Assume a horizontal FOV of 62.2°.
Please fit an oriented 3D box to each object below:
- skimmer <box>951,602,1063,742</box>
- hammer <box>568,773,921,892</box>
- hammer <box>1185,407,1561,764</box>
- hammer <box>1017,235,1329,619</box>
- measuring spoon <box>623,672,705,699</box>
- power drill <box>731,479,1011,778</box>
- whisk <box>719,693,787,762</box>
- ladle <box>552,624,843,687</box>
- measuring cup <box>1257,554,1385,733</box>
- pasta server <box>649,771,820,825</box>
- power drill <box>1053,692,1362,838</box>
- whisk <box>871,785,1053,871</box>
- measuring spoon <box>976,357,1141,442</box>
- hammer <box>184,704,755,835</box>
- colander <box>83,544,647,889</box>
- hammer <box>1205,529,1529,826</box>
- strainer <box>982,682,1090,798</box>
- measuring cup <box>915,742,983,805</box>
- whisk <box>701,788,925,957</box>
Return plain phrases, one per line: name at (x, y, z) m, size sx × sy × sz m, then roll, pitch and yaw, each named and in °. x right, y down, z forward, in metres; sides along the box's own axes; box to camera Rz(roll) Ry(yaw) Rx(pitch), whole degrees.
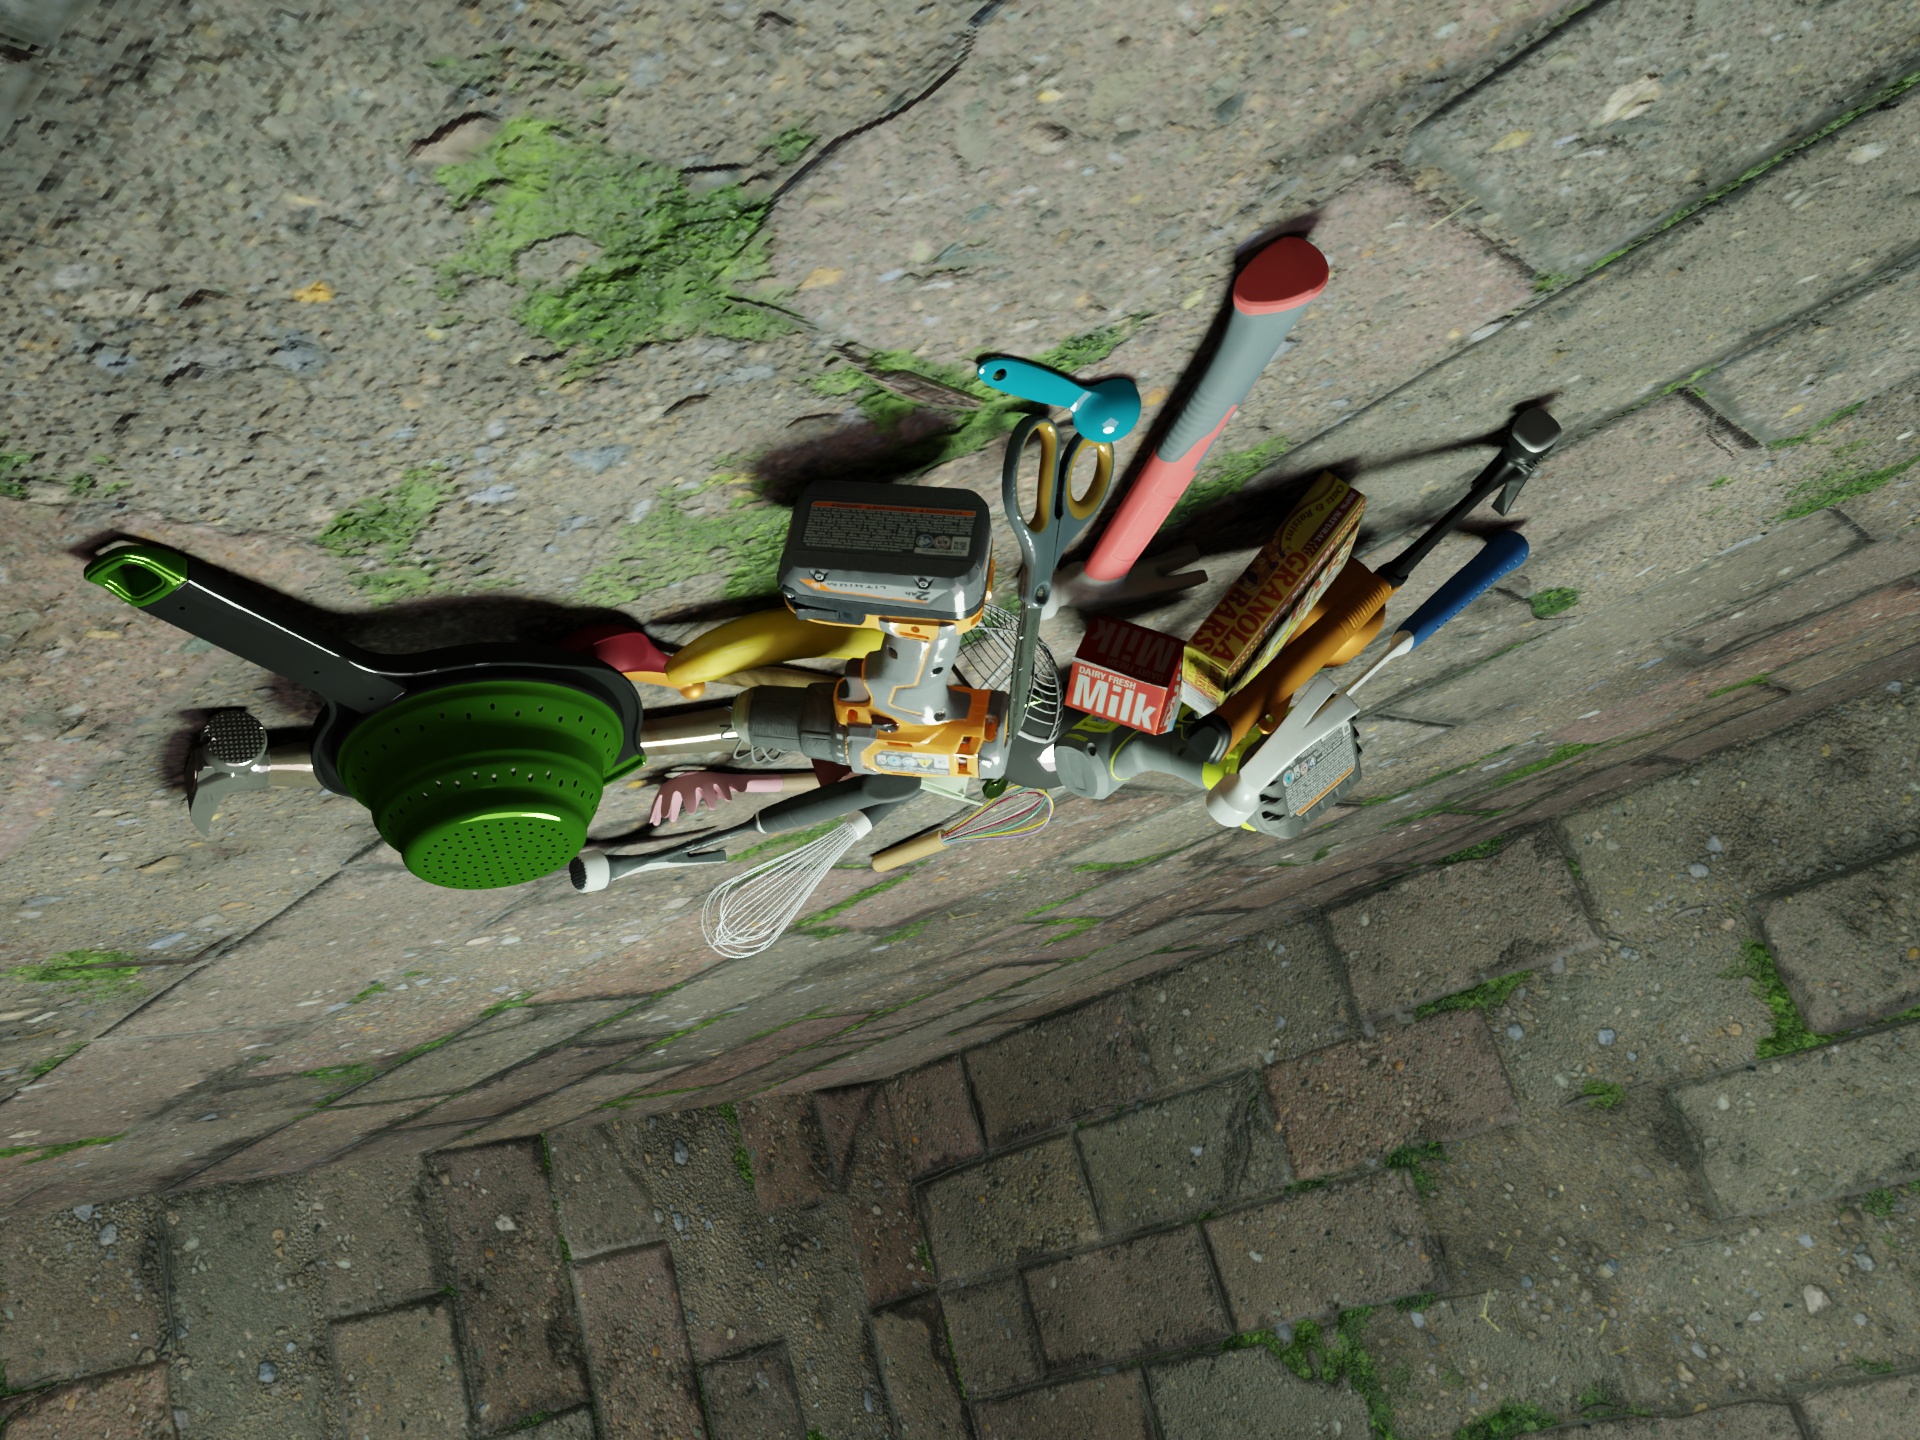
skimmer at (-0.002, -0.004, 1.251) m, size 0.090 × 0.127 × 0.363 m, roll -41°, pitch 177°, yaw -19°
hammer at (-0.169, 0.088, 1.332) m, size 0.149 × 0.036 × 0.409 m, roll -8°, pitch 173°, yaw -42°
hammer at (0.287, -0.086, 1.129) m, size 0.337 × 0.034 × 0.127 m, roll -41°, pitch 166°, yaw -10°
hammer at (0.149, -0.166, 0.987) m, size 0.143 × 0.038 × 0.386 m, roll -12°, pitch 162°, yaw -17°
measuring spoon at (-0.218, -0.028, 1.115) m, size 0.021 × 0.011 × 0.116 m, roll -25°, pitch 161°, yaw 24°
power drill at (-0.062, -0.044, 0.985) m, size 0.185 × 0.084 × 0.226 m, roll 4°, pitch 144°, yaw 6°
whisk at (-0.130, 0.007, 1.196) m, size 0.055 × 0.055 × 0.239 m, roll -19°, pitch 176°, yaw 7°
ladle at (-0.170, -0.034, 1.118) m, size 0.069 × 0.031 × 0.315 m, roll -33°, pitch 159°, yaw 29°
measuring cup at (0.274, -0.062, 1.234) m, size 0.174 × 0.095 × 0.052 m, roll -58°, pitch -176°, yaw -34°
pasta server at (-0.140, 0.063, 1.418) m, size 0.316 × 0.040 × 0.060 m, roll 0°, pitch 167°, yaw -44°
power drill at (0.216, 0.012, 1.330) m, size 0.190 × 0.080 × 0.229 m, roll -33°, pitch -150°, yaw -32°
whisk at (-0.002, 0.117, 1.715) m, size 0.245 × 0.051 × 0.047 m, roll -23°, pitch 141°, yaw 33°
measuring spoon at (0.058, -0.177, 0.885) m, size 0.128 × 0.021 × 0.042 m, roll 6°, pitch 135°, yaw -46°
hammer at (-0.328, 0.025, 1.138) m, size 0.410 × 0.038 × 0.146 m, roll -5°, pitch 160°, yaw -34°
colander at (-0.329, 0.016, 0.926) m, size 0.204 × 0.095 × 0.396 m, roll -24°, pitch 152°, yaw 16°
hammer at (0.336, -0.057, 1.212) m, size 0.405 × 0.035 × 0.144 m, roll -35°, pitch 166°, yaw -39°
strainer at (0.068, 0.045, 1.496) m, size 0.151 × 0.069 × 0.256 m, roll -10°, pitch 160°, yaw -19°
measuring cup at (-0.012, 0.043, 1.327) m, size 0.083 × 0.038 × 0.167 m, roll 13°, pitch 174°, yaw 24°
whisk at (-0.115, 0.112, 1.415) m, size 0.284 × 0.070 × 0.070 m, roll -38°, pitch 172°, yaw -25°
